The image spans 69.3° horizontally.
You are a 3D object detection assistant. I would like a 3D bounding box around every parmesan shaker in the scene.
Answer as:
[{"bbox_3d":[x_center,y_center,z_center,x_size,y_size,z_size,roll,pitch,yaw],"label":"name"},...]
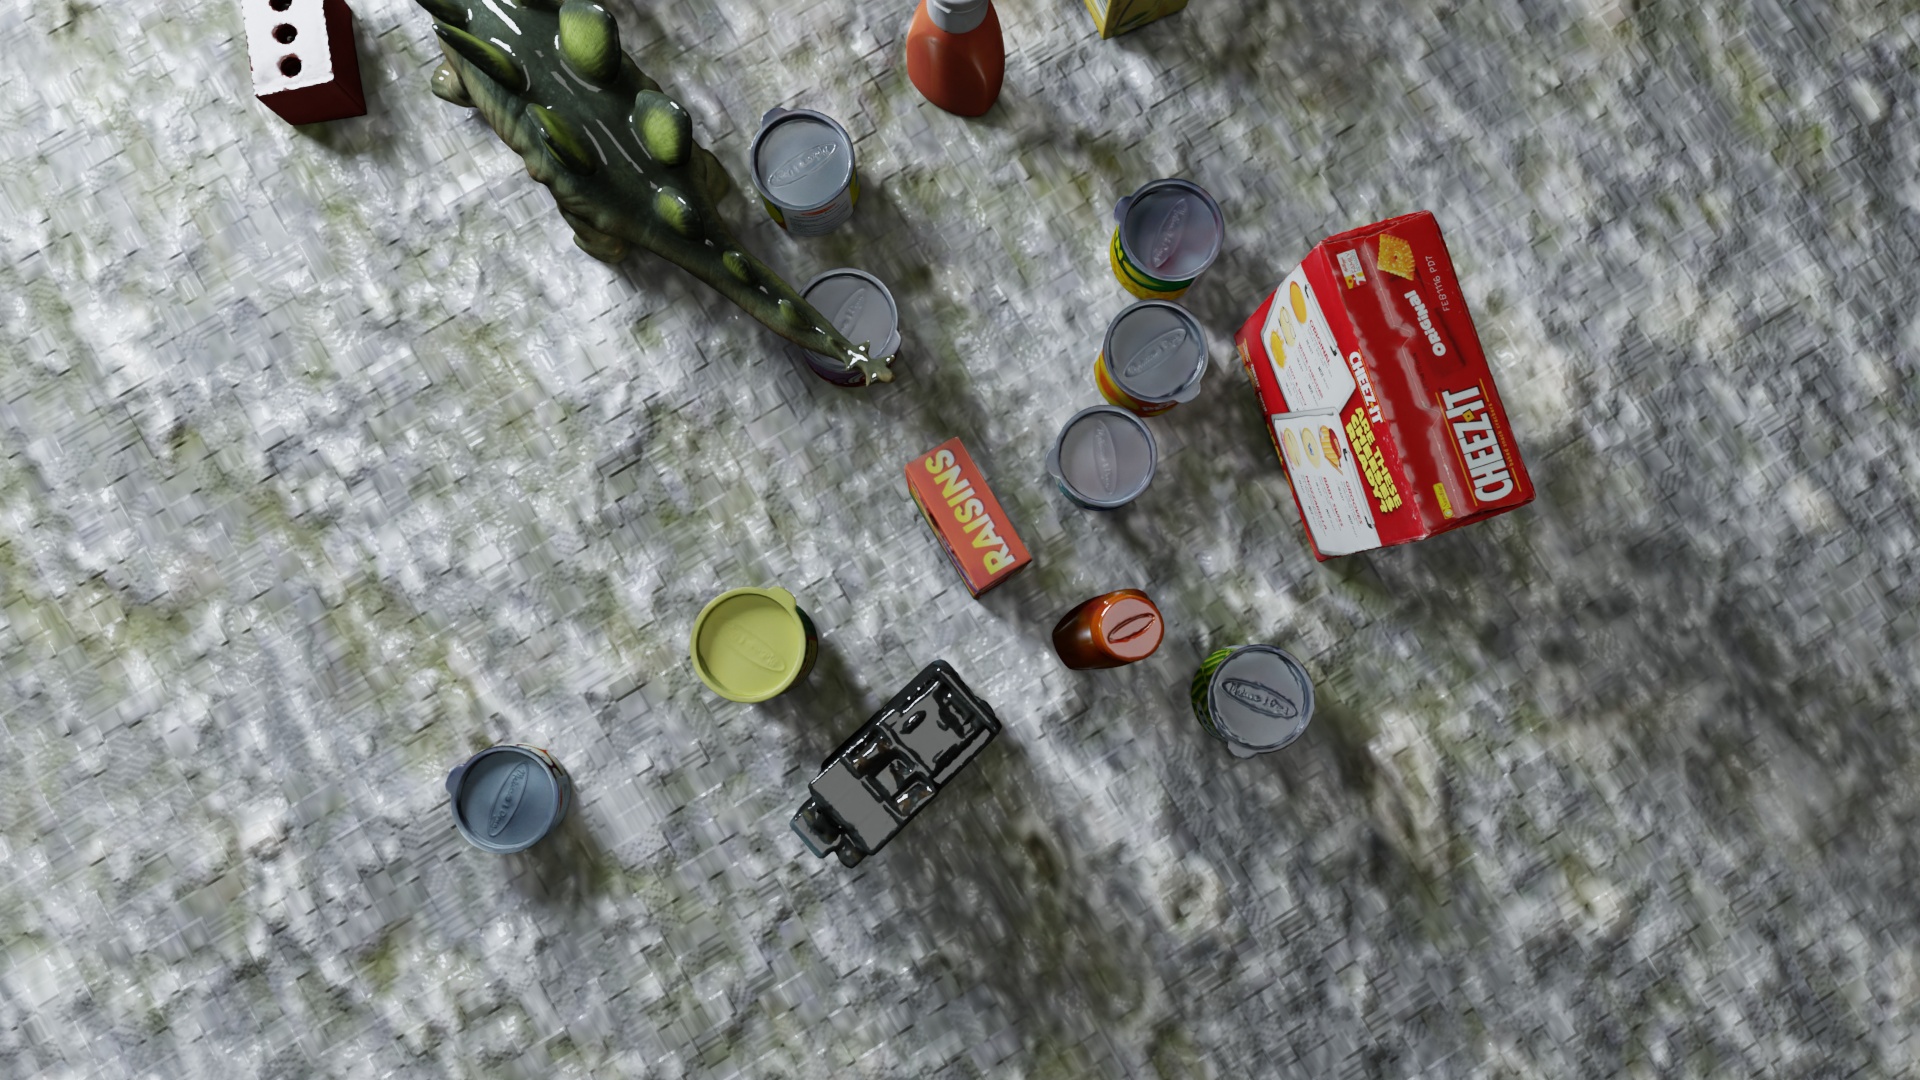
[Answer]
[{"bbox_3d":[-0.120,0.062,0.844,0.071,0.103,0.071,0,85,-1],"label":"parmesan shaker"}]

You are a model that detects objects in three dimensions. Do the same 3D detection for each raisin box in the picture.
[{"bbox_3d":[0.003,-0.011,0.843,0.040,0.123,0.086,-30,86,-3],"label":"raisin box"}]

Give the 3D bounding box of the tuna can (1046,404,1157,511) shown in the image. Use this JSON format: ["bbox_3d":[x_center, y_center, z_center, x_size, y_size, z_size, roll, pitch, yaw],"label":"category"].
[{"bbox_3d":[0.089,-0.052,0.894,0.071,0.033,0.071,0,85,-1],"label":"tuna can"}]

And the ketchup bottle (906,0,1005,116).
[{"bbox_3d":[-0.003,-0.314,0.858,0.065,0.148,0.043,29,85,1],"label":"ketchup bottle"}]

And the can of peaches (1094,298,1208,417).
[{"bbox_3d":[0.122,-0.113,0.888,0.071,0.058,0.071,0,85,-1],"label":"can of peaches"}]

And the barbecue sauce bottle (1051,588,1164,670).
[{"bbox_3d":[0.091,0.053,0.826,0.065,0.148,0.043,-26,86,-3],"label":"barbecue sauce bottle"}]

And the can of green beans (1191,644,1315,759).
[{"bbox_3d":[0.182,0.098,0.869,0.071,0.058,0.071,0,85,-1],"label":"can of green beans"}]

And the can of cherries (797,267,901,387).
[{"bbox_3d":[-0.070,-0.132,0.885,0.071,0.058,0.071,0,85,-1],"label":"can of cherries"}]

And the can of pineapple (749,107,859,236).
[{"bbox_3d":[-0.100,-0.237,0.895,0.071,0.058,0.071,0,85,-1],"label":"can of pineapple"}]

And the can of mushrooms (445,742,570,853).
[{"bbox_3d":[-0.282,0.159,0.866,0.071,0.033,0.071,0,85,-1],"label":"can of mushrooms"}]

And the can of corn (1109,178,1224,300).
[{"bbox_3d":[0.129,-0.193,0.895,0.071,0.058,0.071,0,85,-1],"label":"can of corn"}]
